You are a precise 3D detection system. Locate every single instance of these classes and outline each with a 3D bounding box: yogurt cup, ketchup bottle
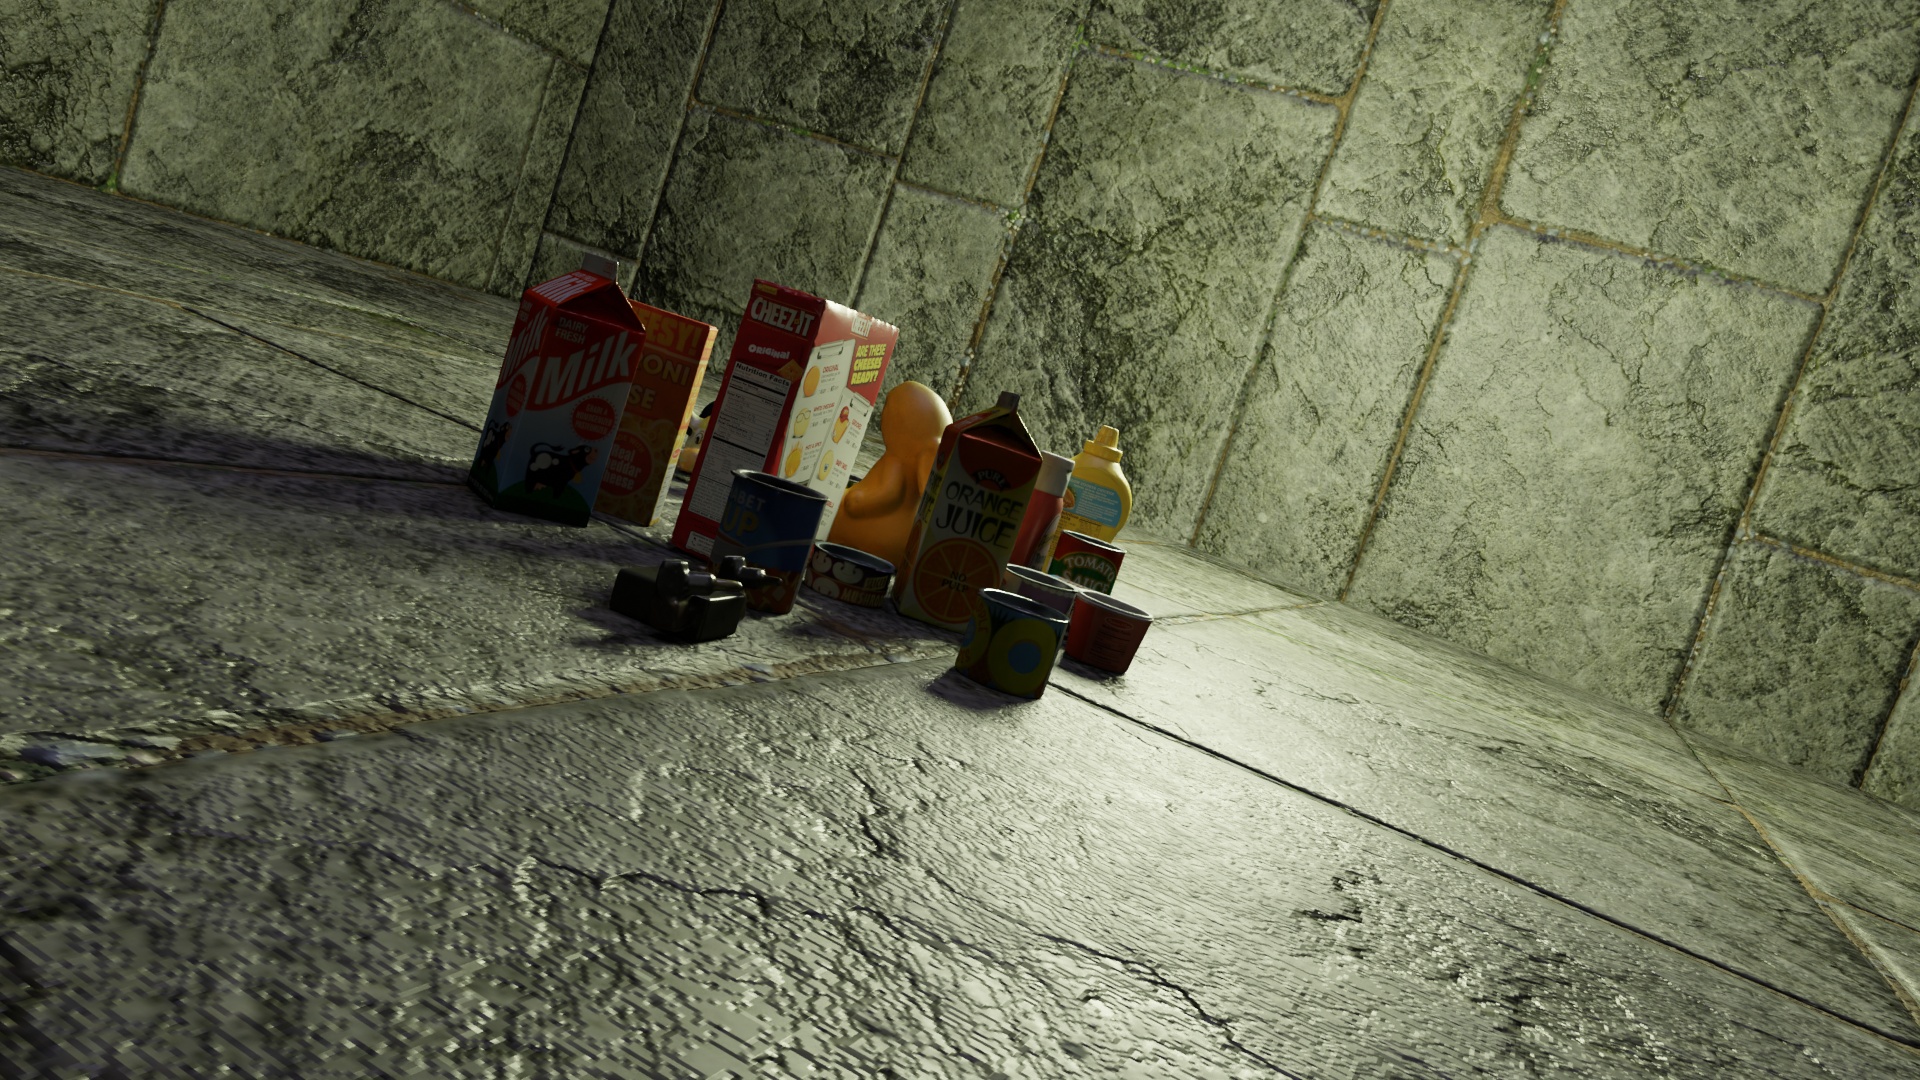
[{"bbox_3d":[0.122,0.077,1.167,0.072,0.054,0.072,18,6,-2],"label":"yogurt cup"},{"bbox_3d":[0.072,-0.014,1.372,0.043,0.148,0.065,21,6,18],"label":"ketchup bottle"}]

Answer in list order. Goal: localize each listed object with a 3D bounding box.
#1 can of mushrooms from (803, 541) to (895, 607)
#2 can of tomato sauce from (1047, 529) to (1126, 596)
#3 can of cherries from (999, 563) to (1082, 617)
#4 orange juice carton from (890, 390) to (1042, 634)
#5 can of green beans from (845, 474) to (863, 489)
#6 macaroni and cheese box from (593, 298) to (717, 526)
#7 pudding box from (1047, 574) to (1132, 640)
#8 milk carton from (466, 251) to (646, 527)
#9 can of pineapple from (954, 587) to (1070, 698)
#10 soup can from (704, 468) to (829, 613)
[{"bbox_3d":[-0.086,0.027,1.087,0.071,0.033,0.071,18,6,-2],"label":"can of mushrooms"},{"bbox_3d":[0.116,0.039,1.346,0.071,0.083,0.071,18,6,-2],"label":"can of tomato sauce"},{"bbox_3d":[0.058,0.057,1.131,0.071,0.058,0.071,18,6,-2],"label":"can of cherries"},{"bbox_3d":[0.009,-0.028,1.111,0.073,0.192,0.072,18,6,-11],"label":"orange juice carton"},{"bbox_3d":[-0.132,-0.042,1.438,0.071,0.057,0.071,18,6,-2],"label":"can of green beans"},{"bbox_3d":[-0.278,-0.110,1.103,0.124,0.166,0.040,18,6,-3],"label":"macaroni and cheese box"},{"bbox_3d":[0.107,0.066,1.239,0.084,0.049,0.030,22,6,25],"label":"pudding box"},{"bbox_3d":[-0.287,-0.114,1.005,0.073,0.190,0.072,14,7,-38],"label":"milk carton"},{"bbox_3d":[0.033,0.070,0.956,0.071,0.057,0.071,18,6,-2],"label":"can of pineapple"},{"bbox_3d":[-0.137,0.000,0.951,0.071,0.083,0.071,18,6,-2],"label":"soup can"}]
